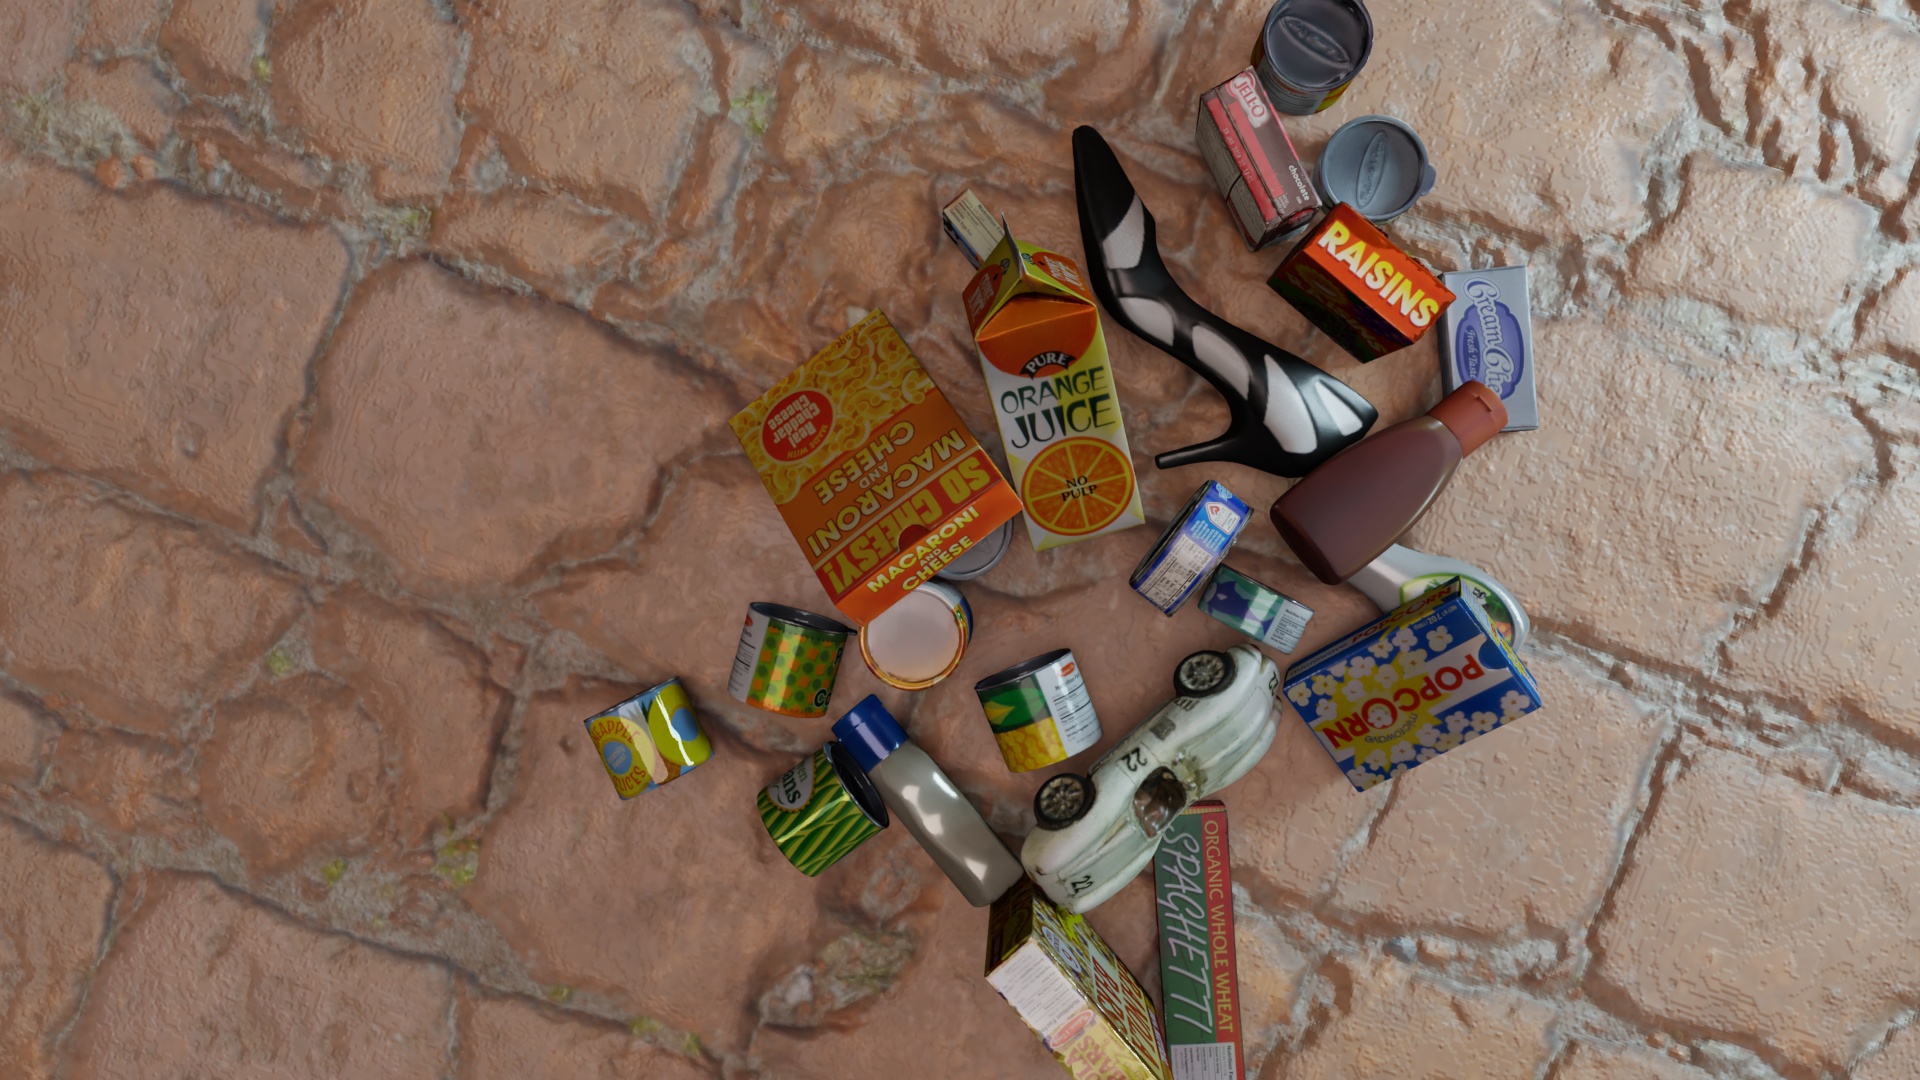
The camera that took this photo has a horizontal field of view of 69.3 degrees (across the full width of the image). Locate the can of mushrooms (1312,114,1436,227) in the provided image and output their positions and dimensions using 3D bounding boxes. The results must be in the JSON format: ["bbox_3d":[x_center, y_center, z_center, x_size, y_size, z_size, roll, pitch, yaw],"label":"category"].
[{"bbox_3d":[0.259,-0.230,0.873,0.071,0.033,0.071,0,91,3],"label":"can of mushrooms"}]

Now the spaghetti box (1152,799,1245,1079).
[{"bbox_3d":[0.154,0.291,0.894,0.050,0.029,0.250,-4,91,3],"label":"spaghetti box"}]

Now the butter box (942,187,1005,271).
[{"bbox_3d":[0.029,-0.171,0.877,0.024,0.053,0.103,-40,90,1],"label":"butter box"}]

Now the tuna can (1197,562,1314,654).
[{"bbox_3d":[0.182,0.041,0.869,0.071,0.071,0.033,27,94,2],"label":"tuna can"}]

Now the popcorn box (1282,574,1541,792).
[{"bbox_3d":[0.274,0.090,0.851,0.126,0.038,0.085,-34,95,28],"label":"popcorn box"}]

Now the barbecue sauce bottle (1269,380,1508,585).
[{"bbox_3d":[0.263,-0.040,0.840,0.149,0.043,0.065,-37,80,-5],"label":"barbecue sauce bottle"}]

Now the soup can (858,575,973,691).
[{"bbox_3d":[-0.027,0.059,0.870,0.071,0.084,0.071,0,92,3],"label":"soup can"}]

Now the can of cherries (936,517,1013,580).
[{"bbox_3d":[0.003,-0.011,0.880,0.071,0.058,0.071,0,91,4],"label":"can of cherries"}]

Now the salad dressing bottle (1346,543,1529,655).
[{"bbox_3d":[0.281,0.028,0.873,0.148,0.044,0.064,32,102,4],"label":"salad dressing bottle"}]

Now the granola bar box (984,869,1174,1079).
[{"bbox_3d":[0.070,0.268,0.830,0.039,0.165,0.124,-41,89,3],"label":"granola bar box"}]

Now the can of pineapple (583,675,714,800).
[{"bbox_3d":[-0.200,0.127,0.888,0.071,0.071,0.058,-26,90,4],"label":"can of pineapple"}]

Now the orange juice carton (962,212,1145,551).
[{"bbox_3d":[0.052,-0.096,0.826,0.073,0.072,0.191,-15,122,3],"label":"orange juice carton"}]

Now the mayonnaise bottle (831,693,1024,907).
[{"bbox_3d":[-0.022,0.165,0.885,0.041,0.064,0.148,-39,85,-17],"label":"mayonnaise bottle"}]

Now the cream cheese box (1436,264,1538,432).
[{"bbox_3d":[0.331,-0.119,0.877,0.053,0.024,0.103,-4,91,3],"label":"cream cheese box"}]

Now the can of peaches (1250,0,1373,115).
[{"bbox_3d":[0.218,-0.305,0.861,0.071,0.058,0.071,0,91,3],"label":"can of peaches"}]

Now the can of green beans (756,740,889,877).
[{"bbox_3d":[-0.088,0.171,0.885,0.058,0.071,0.071,-35,90,4],"label":"can of green beans"}]

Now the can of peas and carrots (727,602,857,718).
[{"bbox_3d":[-0.107,0.076,0.884,0.071,0.071,0.058,16,93,3],"label":"can of peas and carrots"}]

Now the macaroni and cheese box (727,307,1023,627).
[{"bbox_3d":[-0.056,-0.048,0.849,0.123,0.040,0.167,-37,55,4],"label":"macaroni and cheese box"}]

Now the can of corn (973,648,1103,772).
[{"bbox_3d":[0.048,0.108,0.878,0.071,0.071,0.058,-22,91,4],"label":"can of corn"}]

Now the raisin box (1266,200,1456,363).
[{"bbox_3d":[0.237,-0.151,0.831,0.086,0.123,0.040,41,94,2],"label":"raisin box"}]
